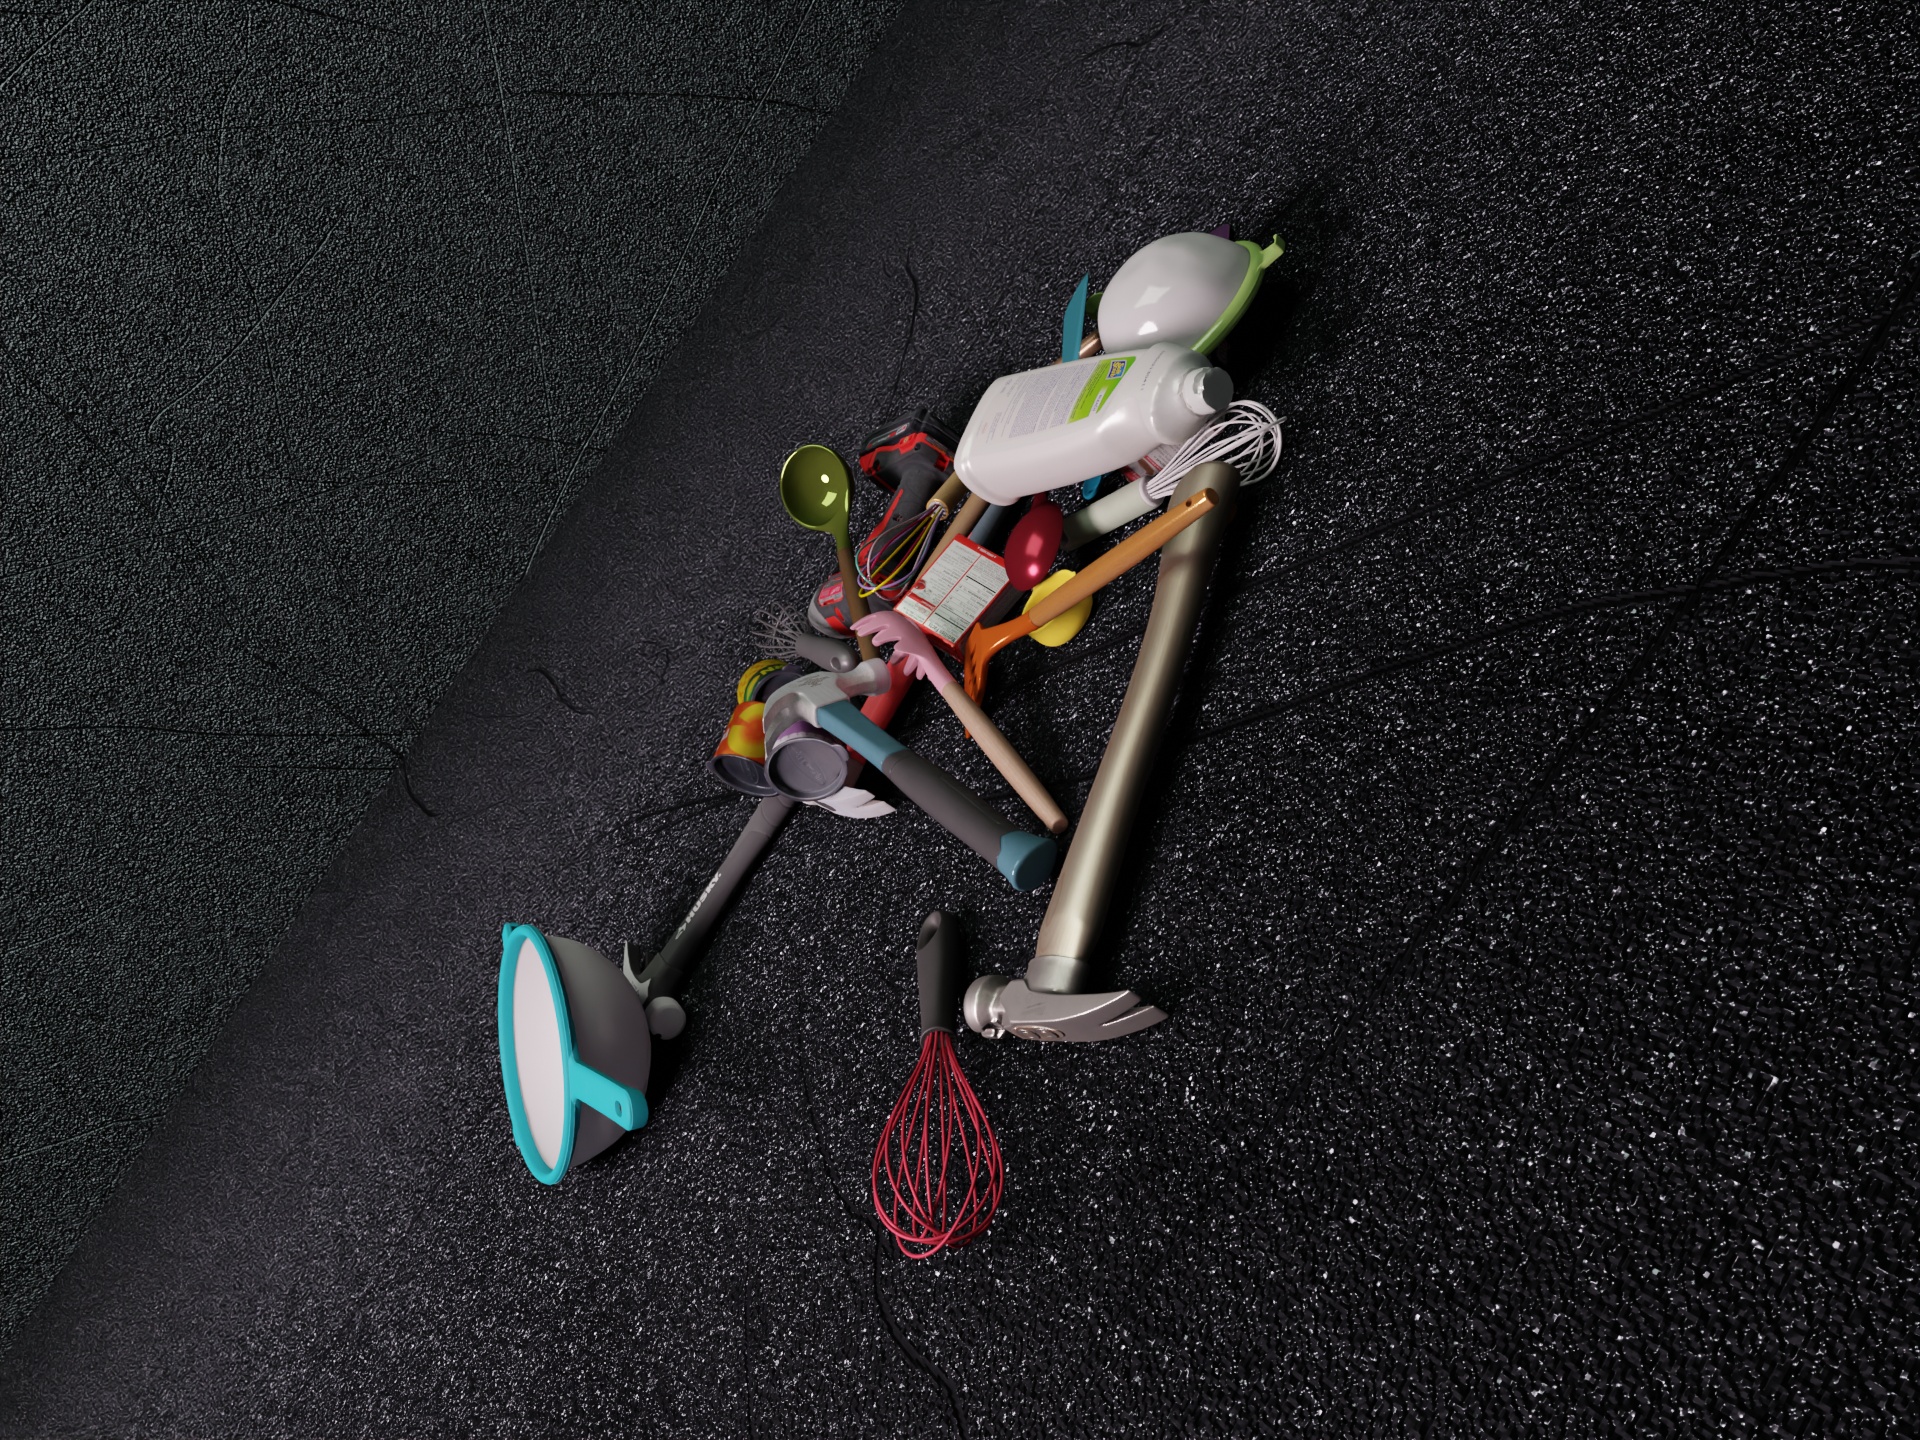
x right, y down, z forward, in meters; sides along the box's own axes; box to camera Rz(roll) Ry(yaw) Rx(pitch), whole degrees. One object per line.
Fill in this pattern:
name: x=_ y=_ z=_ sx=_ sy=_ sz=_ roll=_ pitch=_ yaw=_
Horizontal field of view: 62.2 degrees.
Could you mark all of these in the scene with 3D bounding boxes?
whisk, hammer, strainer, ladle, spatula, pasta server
whisk: x=0.146 y=-0.172 z=1.165 sx=0.059 sy=0.058 sz=0.246 roll=-30 pitch=5 yaw=-36
hammer: x=-0.191 y=0.114 z=1.406 sx=0.335 sy=0.035 sz=0.146 roll=-57 pitch=26 yaw=-3
strainer: x=-0.281 y=0.271 z=1.271 sx=0.340 sy=0.095 sz=0.211 roll=0 pitch=93 yaw=59
ladle: x=0.074 y=-0.208 z=1.312 sx=0.069 sy=0.031 sz=0.316 roll=-45 pitch=18 yaw=35
whisk: x=-0.012 y=0.207 z=0.964 sx=0.073 sy=0.073 sz=0.296 roll=-45 pitch=21 yaw=21
whisk: x=-0.139 y=-0.072 z=1.454 sx=0.055 sy=0.055 sz=0.239 roll=-57 pitch=26 yaw=-4
spatula: x=0.036 y=-0.234 z=1.349 sx=0.317 sy=0.044 sz=0.082 roll=-57 pitch=4 yaw=-12
hammer: x=-0.036 y=0.035 z=1.137 sx=0.128 sy=0.033 sz=0.331 roll=-18 pitch=30 yaw=-27
ladle: x=-0.108 y=-0.137 z=1.408 sx=0.078 sy=0.062 sz=0.321 roll=-48 pitch=36 yaw=27
strainer: x=0.139 y=-0.340 z=1.263 sx=0.151 sy=0.069 sz=0.257 roll=-51 pitch=25 yaw=1
hammer: x=0.117 y=0.004 z=0.989 sx=0.146 sy=0.038 sz=0.411 roll=-15 pitch=47 yaw=52
spatula: x=0.075 y=-0.081 z=1.115 sx=0.322 sy=0.041 sz=0.081 roll=-33 pitch=50 yaw=49
whisk: x=-0.032 y=-0.176 z=1.412 sx=0.245 sy=0.051 sz=0.047 roll=-56 pitch=-5 yaw=-47
pasta server: x=-0.002 y=-0.004 z=1.164 sx=0.040 sy=0.060 sz=0.317 roll=-45 pitch=39 yaw=5
spatula: x=0.121 y=-0.343 z=1.438 sx=0.316 sy=0.018 sz=0.060 roll=-34 pitch=30 yaw=35
hammer: x=-0.014 y=-0.093 z=1.346 sx=0.143 sy=0.038 sz=0.386 roll=6 pitch=64 yaw=60

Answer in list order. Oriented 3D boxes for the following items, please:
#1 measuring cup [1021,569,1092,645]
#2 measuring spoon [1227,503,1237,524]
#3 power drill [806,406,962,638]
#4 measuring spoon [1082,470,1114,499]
measuring cup: x=0.071 y=-0.108 z=1.233 sx=0.062 sy=0.029 sz=0.157 roll=-45 pitch=25 yaw=21
measuring spoon: x=0.156 y=-0.103 z=1.092 sx=0.117 sy=0.011 sz=0.021 roll=-58 pitch=25 yaw=-8
power drill: x=-0.075 y=-0.178 z=1.516 sx=0.143 sy=0.078 sz=0.220 roll=-12 pitch=51 yaw=55
measuring spoon: x=0.111 y=-0.189 z=1.237 sx=0.042 sy=0.021 sz=0.129 roll=-40 pitch=14 yaw=23
